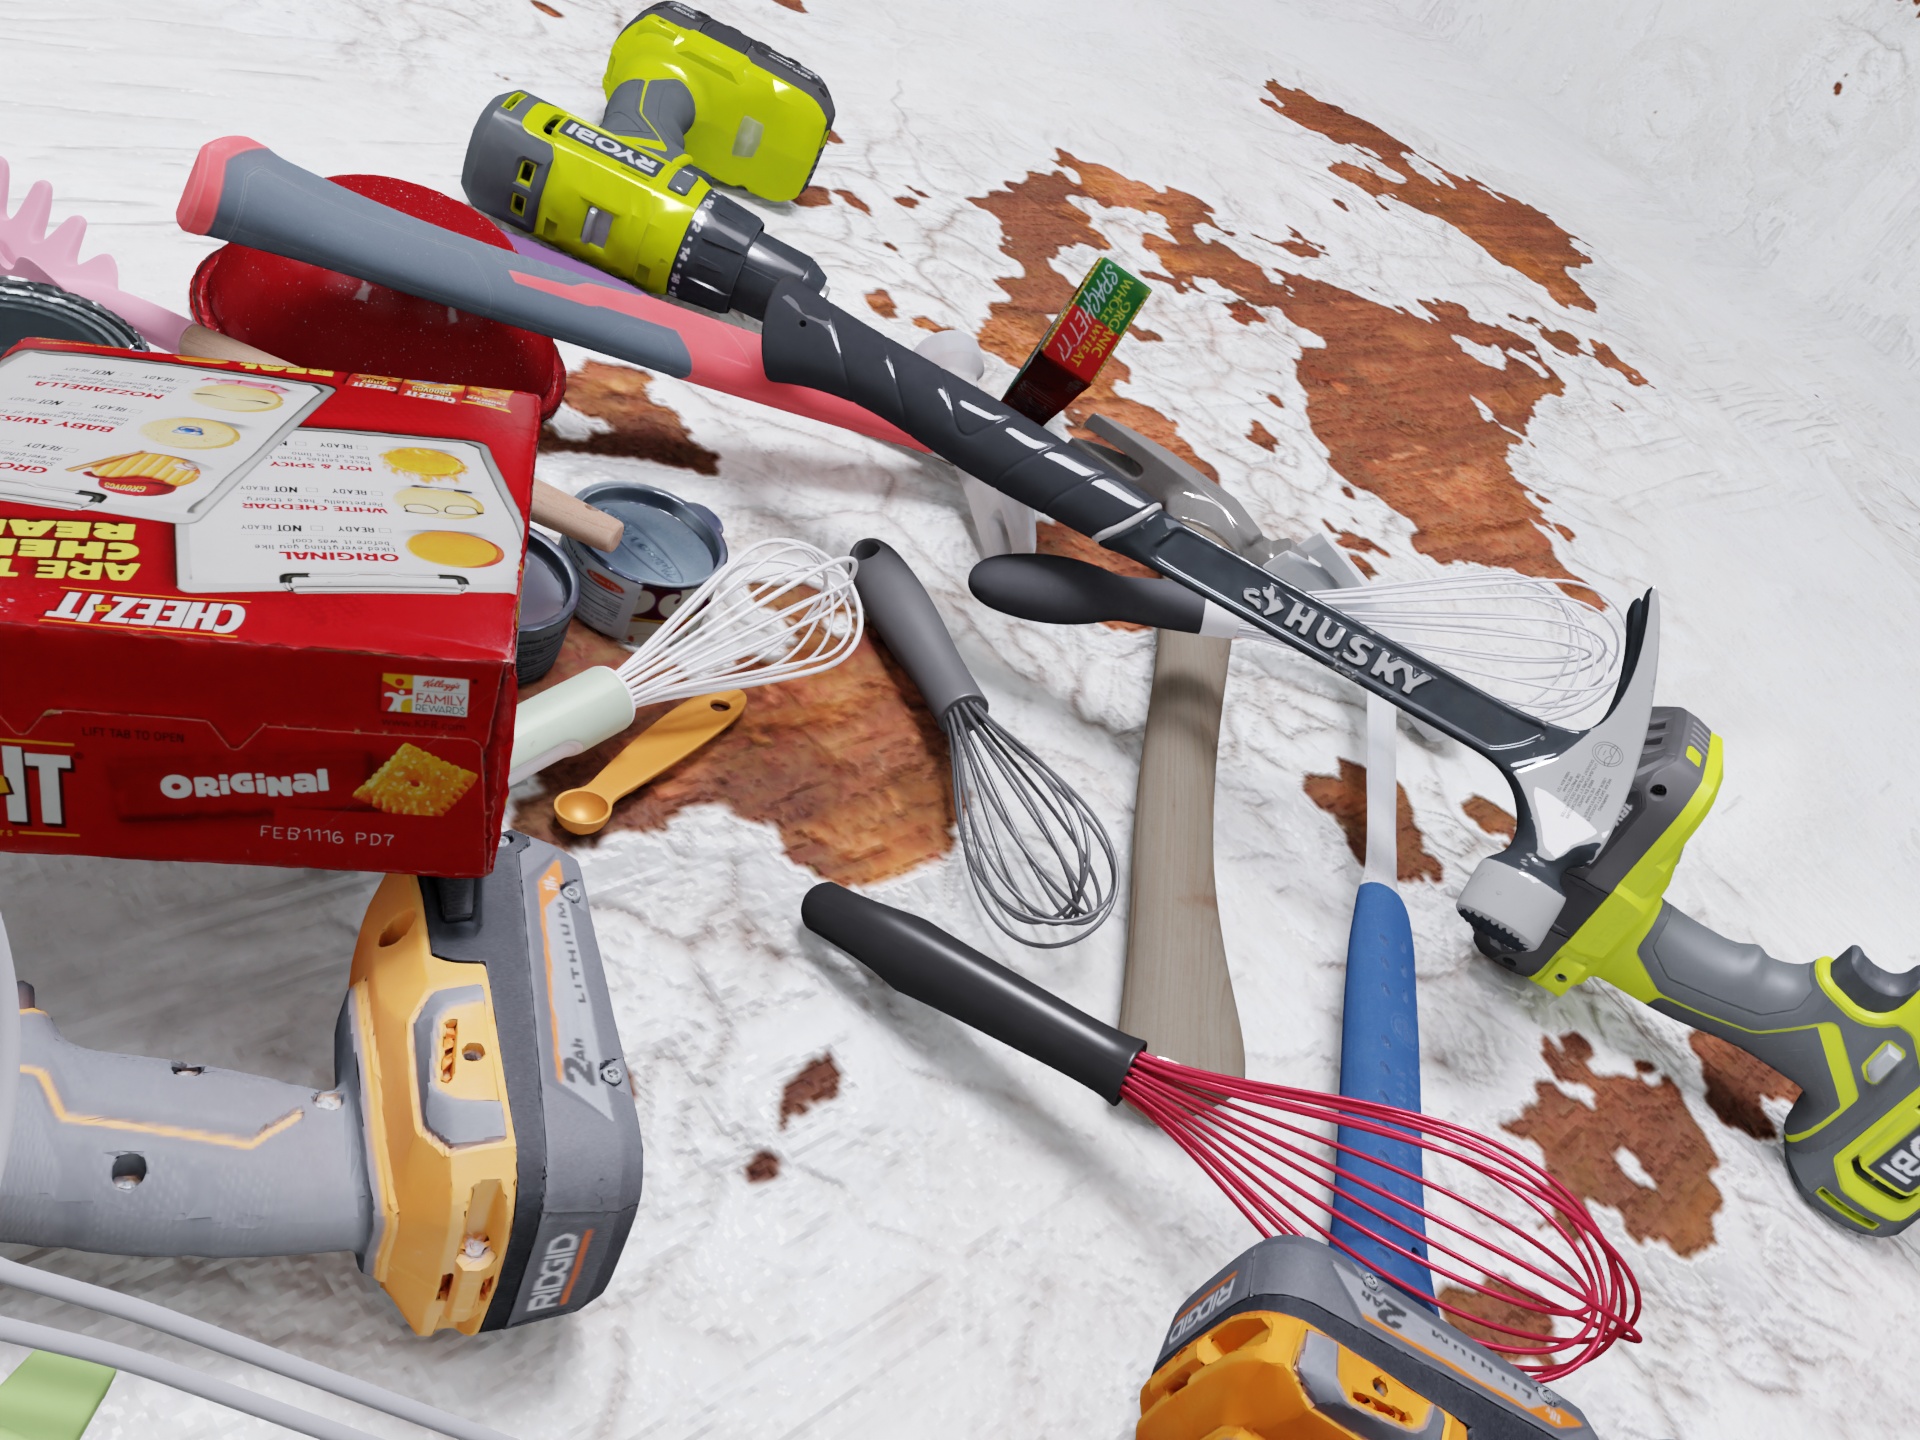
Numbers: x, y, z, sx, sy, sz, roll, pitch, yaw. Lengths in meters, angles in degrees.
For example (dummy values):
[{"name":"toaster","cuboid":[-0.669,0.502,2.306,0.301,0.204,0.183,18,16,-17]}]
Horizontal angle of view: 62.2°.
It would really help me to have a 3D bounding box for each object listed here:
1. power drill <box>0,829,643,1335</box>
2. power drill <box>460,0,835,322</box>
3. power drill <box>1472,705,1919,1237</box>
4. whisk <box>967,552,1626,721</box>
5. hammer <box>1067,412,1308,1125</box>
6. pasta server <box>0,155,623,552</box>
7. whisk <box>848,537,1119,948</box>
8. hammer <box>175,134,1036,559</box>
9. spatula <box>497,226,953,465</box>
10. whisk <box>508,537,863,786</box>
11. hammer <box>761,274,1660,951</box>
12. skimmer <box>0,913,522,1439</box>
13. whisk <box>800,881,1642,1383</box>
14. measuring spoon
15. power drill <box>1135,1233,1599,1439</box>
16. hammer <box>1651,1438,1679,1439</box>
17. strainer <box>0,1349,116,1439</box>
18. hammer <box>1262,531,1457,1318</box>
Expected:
[{"name":"power drill","cuboid":[-0.209,0.076,0.393,0.226,0.084,0.186,1,43,-28]},{"name":"power drill","cuboid":[-0.147,-0.308,0.889,0.190,0.080,0.229,24,39,-8]},{"name":"power drill","cuboid":[0.353,0.099,0.676,0.223,0.171,0.080,34,36,10]},{"name":"whisk","cuboid":[0.144,-0.042,0.688,0.284,0.070,0.070,7,38,3]},{"name":"hammer","cuboid":[0.092,0.000,0.709,0.146,0.038,0.411,32,37,-14]},{"name":"pasta server","cuboid":[-0.271,-0.142,0.613,0.316,0.040,0.060,25,21,3]},{"name":"whisk","cuboid":[-0.002,-0.001,0.656,0.055,0.055,0.239,3,39,-32]},{"name":"hammer","cuboid":[-0.127,-0.154,0.687,0.386,0.038,0.143,10,53,-39]},{"name":"spatula","cuboid":[-0.104,-0.183,0.817,0.316,0.018,0.060,22,29,-9]},{"name":"whisk","cuboid":[-0.120,-0.011,0.575,0.246,0.058,0.059,-34,90,-44]},{"name":"hammer","cuboid":[0.089,-0.076,0.655,0.409,0.149,0.036,32,-5,10]},{"name":"skimmer","cuboid":[-0.100,0.126,0.307,0.363,0.090,0.127,35,33,-26]},{"name":"whisk","cuboid":[0.072,0.124,0.513,0.296,0.073,0.073,26,34,18]},{"name":"measuring spoon","cuboid":[-0.112,0.014,0.589,0.021,0.011,0.117,24,31,13]},{"name":"power drill","cuboid":[0.097,0.261,0.384,0.164,0.084,0.227,33,40,0]},{"name":"hammer","cuboid":[0.203,0.327,0.393,0.128,0.033,0.331,45,29,-15]},{"name":"strainer","cuboid":[-0.247,0.197,0.224,0.256,0.069,0.152,-2,49,-37]},{"name":"hammer","cuboid":[0.175,0.067,0.677,0.144,0.035,0.406,44,35,-20]}]
